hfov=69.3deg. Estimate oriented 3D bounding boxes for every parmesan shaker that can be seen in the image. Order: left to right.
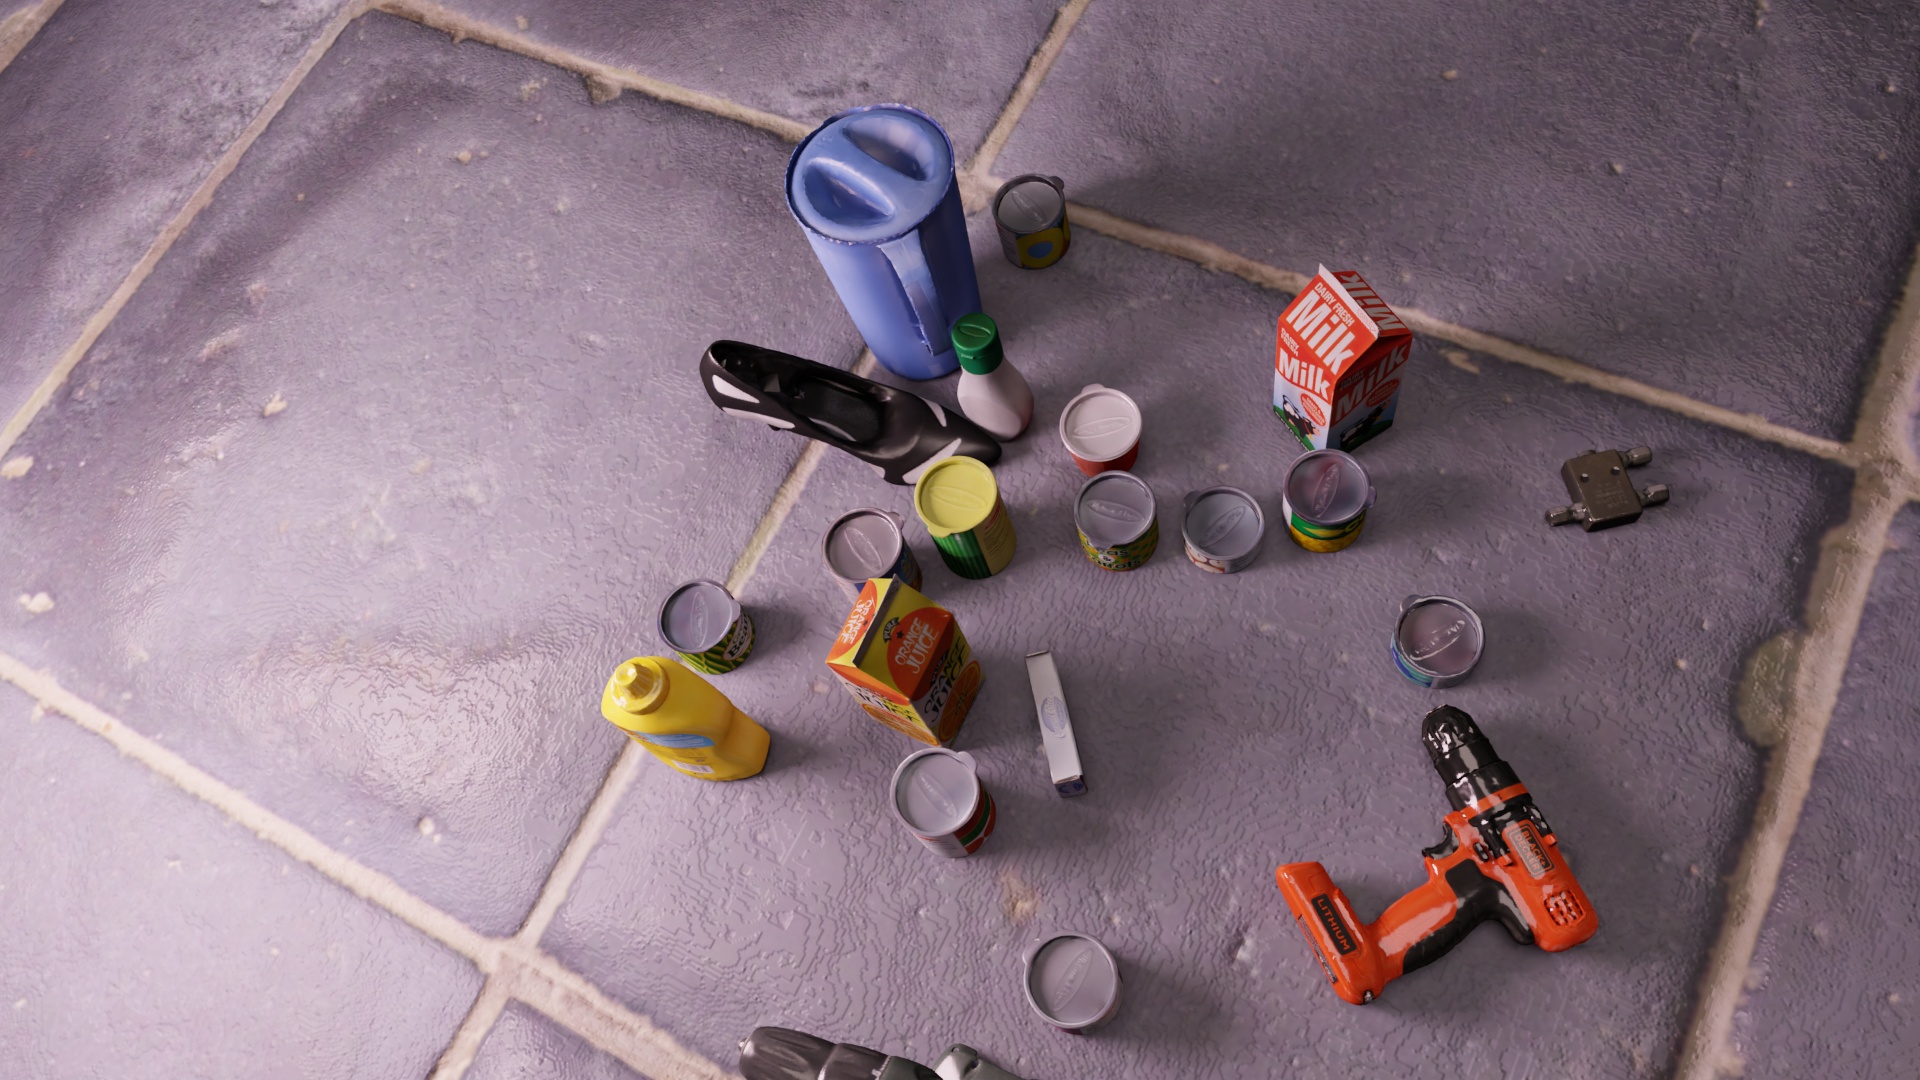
[{"bbox_3d":[0.004,-0.014,1.127,0.071,0.102,0.071,-4,66,9],"label":"parmesan shaker"}]

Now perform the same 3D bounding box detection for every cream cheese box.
[{"bbox_3d":[0.074,0.142,1.070,0.024,0.053,0.104,-15,64,4],"label":"cream cheese box"}]

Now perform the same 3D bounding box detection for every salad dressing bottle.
[{"bbox_3d":[0.024,-0.134,1.153,0.064,0.147,0.044,17,71,18],"label":"salad dressing bottle"}]

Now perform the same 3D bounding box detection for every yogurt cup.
[{"bbox_3d":[0.120,-0.086,1.165,0.072,0.053,0.072,-4,65,9],"label":"yogurt cup"}]

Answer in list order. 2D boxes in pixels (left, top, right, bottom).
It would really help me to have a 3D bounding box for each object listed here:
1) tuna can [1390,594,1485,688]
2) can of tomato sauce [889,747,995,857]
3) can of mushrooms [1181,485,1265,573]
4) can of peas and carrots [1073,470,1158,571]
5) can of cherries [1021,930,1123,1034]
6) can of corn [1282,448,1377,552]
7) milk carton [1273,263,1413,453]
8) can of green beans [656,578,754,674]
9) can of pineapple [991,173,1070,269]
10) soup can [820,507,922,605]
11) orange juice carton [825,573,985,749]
[{"bbox_3d":[0.360,0.076,1.056,0.071,0.032,0.071,-4,65,9],"label":"tuna can"},{"bbox_3d":[-0.010,0.197,1.045,0.071,0.083,0.071,-4,66,9],"label":"can of tomato sauce"},{"bbox_3d":[0.211,-0.010,1.124,0.071,0.033,0.071,-4,65,9],"label":"can of mushrooms"},{"bbox_3d":[0.127,-0.013,1.127,0.071,0.058,0.071,-4,65,9],"label":"can of peas and carrots"},{"bbox_3d":[0.080,0.313,0.989,0.071,0.058,0.072,-4,65,9],"label":"can of cherries"},{"bbox_3d":[0.292,-0.030,1.103,0.071,0.058,0.071,-4,65,9],"label":"can of corn"},{"bbox_3d":[0.295,-0.139,1.079,0.073,0.190,0.072,-32,64,-4],"label":"milk carton"},{"bbox_3d":[-0.210,0.072,1.154,0.071,0.057,0.071,-4,65,9],"label":"can of green beans"},{"bbox_3d":[0.067,-0.291,1.265,0.071,0.057,0.071,-4,65,9],"label":"can of pineapple"},{"bbox_3d":[-0.069,0.018,1.137,0.071,0.083,0.071,-4,66,9],"label":"soup can"},{"bbox_3d":[-0.042,0.091,1.039,0.073,0.192,0.072,21,72,19],"label":"orange juice carton"}]
